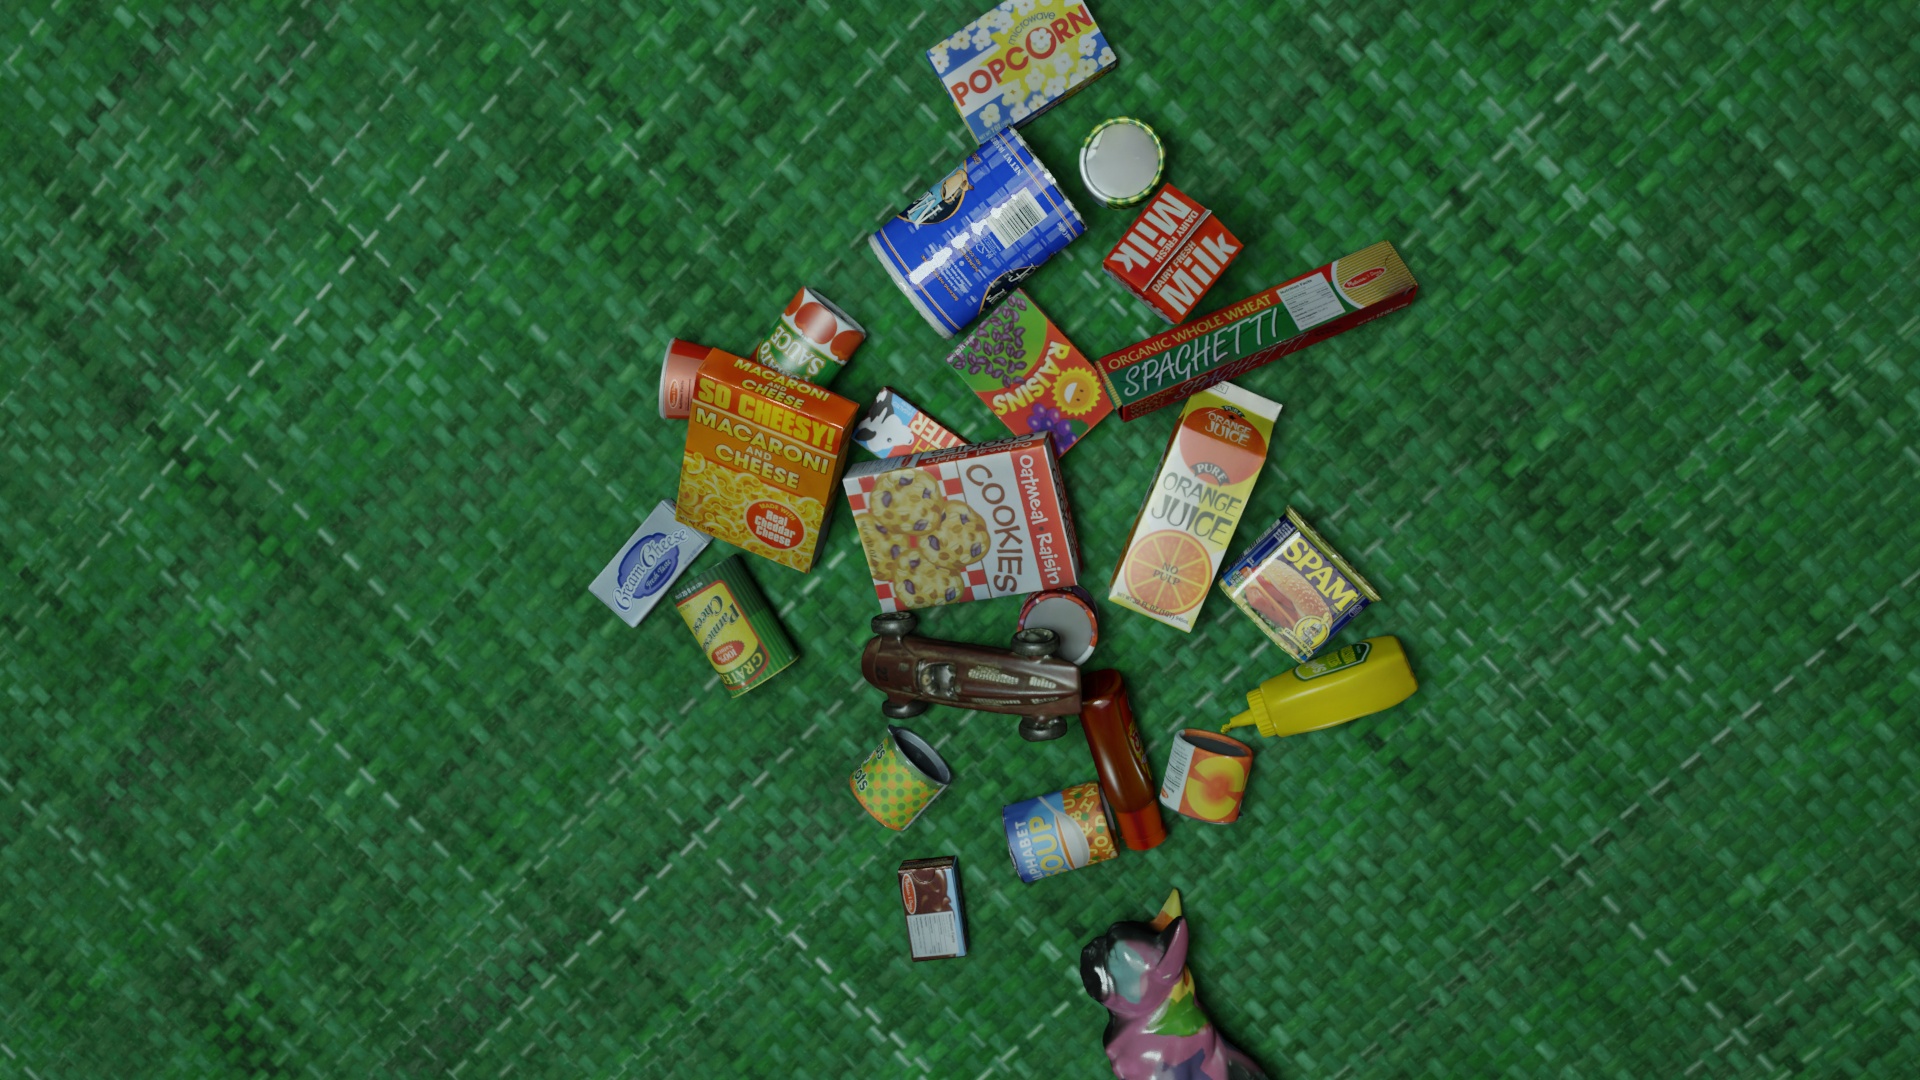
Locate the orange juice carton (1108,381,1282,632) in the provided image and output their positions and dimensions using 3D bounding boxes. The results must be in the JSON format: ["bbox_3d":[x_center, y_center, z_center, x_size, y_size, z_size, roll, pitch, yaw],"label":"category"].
[{"bbox_3d":[0.186,-0.032,1.106,0.072,0.073,0.192,22,99,3],"label":"orange juice carton"}]

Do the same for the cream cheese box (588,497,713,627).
[{"bbox_3d":[-0.263,0.020,1.184,0.053,0.024,0.103,42,100,-1],"label":"cream cheese box"}]

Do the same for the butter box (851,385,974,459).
[{"bbox_3d":[-0.034,-0.078,1.147,0.103,0.024,0.053,34,101,1],"label":"butter box"}]

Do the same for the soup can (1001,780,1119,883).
[{"bbox_3d":[0.084,0.243,1.155,0.084,0.071,0.071,-17,96,8],"label":"soup can"}]

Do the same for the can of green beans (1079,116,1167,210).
[{"bbox_3d":[0.126,-0.293,1.083,0.071,0.058,0.071,1,98,6],"label":"can of green beans"}]

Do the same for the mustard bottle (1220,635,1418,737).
[{"bbox_3d":[0.285,0.125,1.123,0.160,0.065,0.048,-22,100,12],"label":"mustard bottle"}]

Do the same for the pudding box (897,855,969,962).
[{"bbox_3d":[-0.022,0.317,1.197,0.049,0.030,0.083,-8,97,8],"label":"pudding box"}]

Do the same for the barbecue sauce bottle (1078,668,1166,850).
[{"bbox_3d":[0.133,0.184,1.149,0.043,0.065,0.148,-16,105,10],"label":"barbecue sauce bottle"}]

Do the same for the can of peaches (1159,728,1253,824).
[{"bbox_3d":[0.204,0.193,1.139,0.071,0.071,0.058,12,99,4],"label":"can of peaches"}]

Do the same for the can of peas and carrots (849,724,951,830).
[{"bbox_3d":[-0.052,0.199,1.166,0.071,0.071,0.058,42,101,-1],"label":"can of peas and carrots"}]

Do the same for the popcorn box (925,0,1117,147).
[{"bbox_3d":[0.048,-0.377,1.089,0.126,0.038,0.085,-30,94,9],"label":"popcorn box"}]

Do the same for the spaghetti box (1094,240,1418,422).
[{"bbox_3d":[0.227,-0.162,1.076,0.250,0.028,0.050,-23,64,-1],"label":"spaghetti box"}]

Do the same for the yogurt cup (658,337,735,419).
[{"bbox_3d":[-0.214,-0.130,1.139,0.054,0.072,0.072,8,99,-3],"label":"yogurt cup"}]

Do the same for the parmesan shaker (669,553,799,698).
[{"bbox_3d":[-0.192,0.072,1.163,0.071,0.071,0.103,-31,94,9],"label":"parmesan shaker"}]

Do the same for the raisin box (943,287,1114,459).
[{"bbox_3d":[0.060,-0.131,1.122,0.086,0.040,0.123,-43,91,10],"label":"raisin box"}]

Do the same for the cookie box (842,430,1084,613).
[{"bbox_3d":[0.004,-0.014,1.120,0.167,0.040,0.122,-9,112,15],"label":"cookie box"}]

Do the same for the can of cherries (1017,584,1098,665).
[{"bbox_3d":[0.078,0.067,1.138,0.071,0.058,0.071,1,99,6],"label":"can of cherries"}]

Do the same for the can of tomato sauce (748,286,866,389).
[{"bbox_3d":[-0.126,-0.154,1.122,0.071,0.071,0.083,38,100,0],"label":"can of tomato sauce"}]

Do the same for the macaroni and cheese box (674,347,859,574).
[{"bbox_3d":[-0.158,-0.062,1.112,0.124,0.040,0.165,22,134,2],"label":"macaroni and cheese box"}]

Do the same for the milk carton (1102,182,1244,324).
[{"bbox_3d":[0.154,-0.209,1.024,0.073,0.191,0.072,39,101,-1],"label":"milk carton"}]
